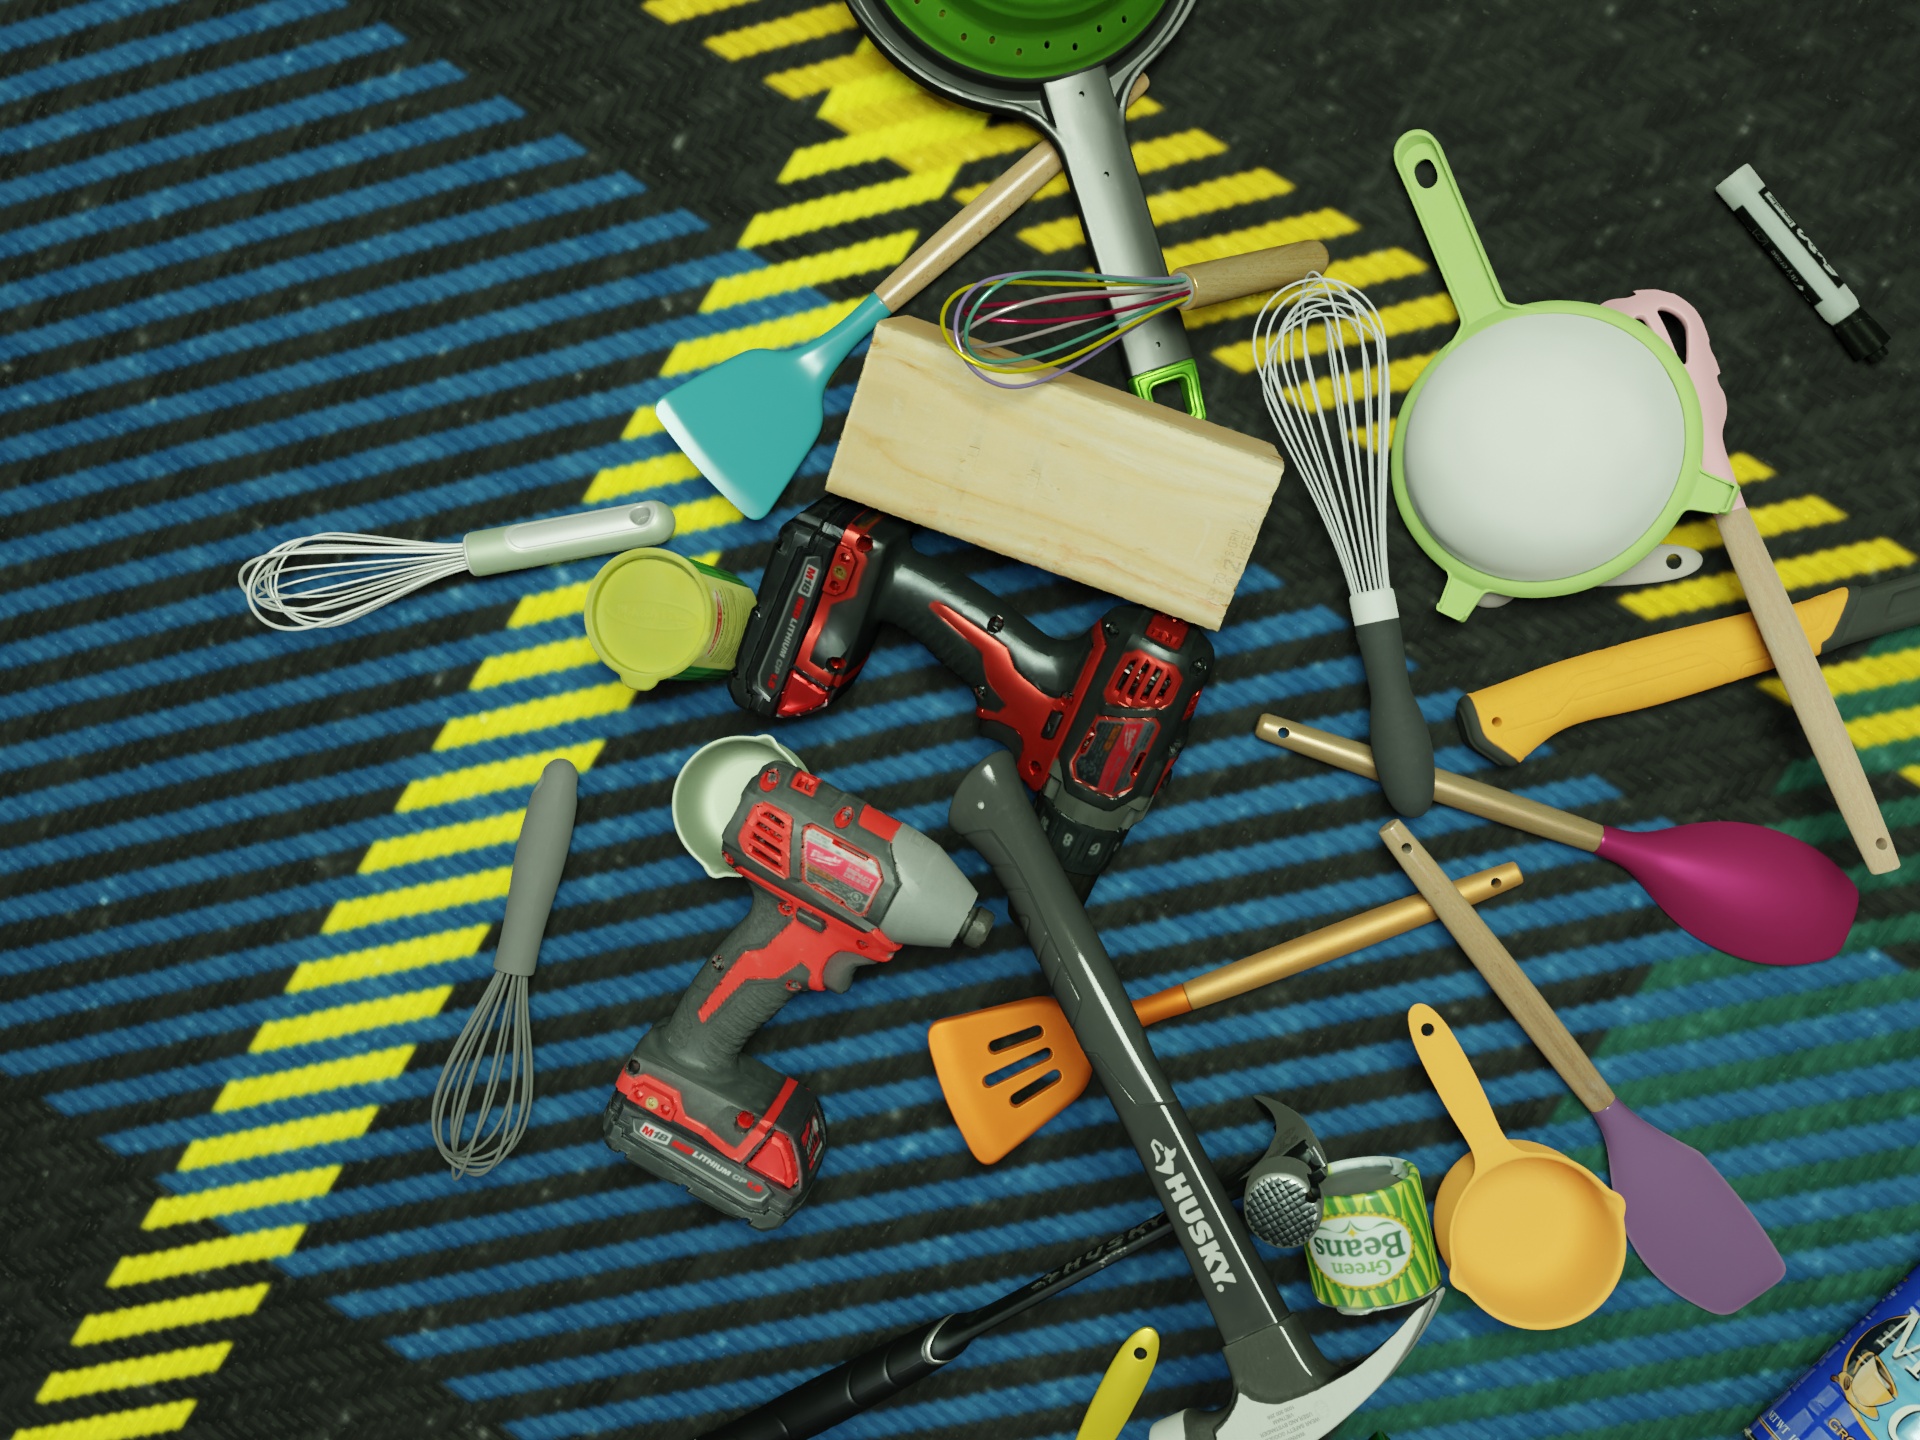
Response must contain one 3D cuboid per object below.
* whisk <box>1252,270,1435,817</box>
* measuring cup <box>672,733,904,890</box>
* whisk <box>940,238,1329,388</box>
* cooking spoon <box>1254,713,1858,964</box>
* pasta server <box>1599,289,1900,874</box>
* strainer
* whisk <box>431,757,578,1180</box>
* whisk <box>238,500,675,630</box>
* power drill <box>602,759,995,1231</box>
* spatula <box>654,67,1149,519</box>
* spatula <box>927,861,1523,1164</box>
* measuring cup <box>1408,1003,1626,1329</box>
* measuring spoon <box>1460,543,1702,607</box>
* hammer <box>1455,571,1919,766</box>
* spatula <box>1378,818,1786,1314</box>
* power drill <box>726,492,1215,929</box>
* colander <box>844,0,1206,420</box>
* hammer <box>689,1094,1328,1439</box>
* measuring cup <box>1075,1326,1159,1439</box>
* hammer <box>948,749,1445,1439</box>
[{"bbox_3d":[0.206,-0.090,0.817,0.070,0.070,0.284,-11,90,6],"label":"whisk"},{"bbox_3d":[-0.074,0.063,0.866,0.167,0.038,0.083,22,93,4],"label":"measuring cup"},{"bbox_3d":[0.091,-0.212,0.780,0.047,0.245,0.051,40,138,39],"label":"whisk"},{"bbox_3d":[0.308,0.054,0.831,0.319,0.017,0.069,19,92,6],"label":"cooking spoon"},{"bbox_3d":[0.389,-0.076,0.785,0.060,0.040,0.316,-20,79,9],"label":"pasta server"},{"bbox_3d":[0.264,-0.187,0.791,0.151,0.069,0.256,-24,79,27],"label":"strainer"},{"bbox_3d":[-0.248,0.137,0.882,0.055,0.055,0.239,13,88,6],"label":"whisk"},{"bbox_3d":[-0.279,-0.092,0.884,0.246,0.059,0.058,-10,62,2],"label":"whisk"},{"bbox_3d":[-0.084,0.143,0.825,0.143,0.078,0.219,27,104,2],"label":"power drill"},{"bbox_3d":[-0.020,-0.240,0.853,0.317,0.044,0.082,-41,102,4],"label":"spatula"},{"bbox_3d":[0.143,0.140,0.840,0.322,0.041,0.081,-22,88,5],"label":"spatula"},{"bbox_3d":[0.270,0.223,0.820,0.095,0.052,0.174,-26,85,1],"label":"measuring cup"},{"bbox_3d":[0.324,-0.080,0.828,0.124,0.018,0.034,-4,90,6],"label":"measuring spoon"},{"bbox_3d":[0.419,-0.052,0.810,0.337,0.034,0.127,-17,90,6],"label":"hammer"},{"bbox_3d":[0.315,0.179,0.823,0.060,0.018,0.316,-37,92,6],"label":"spatula"},{"bbox_3d":[-0.001,-0.003,0.827,0.227,0.080,0.187,25,115,5],"label":"power drill"},{"bbox_3d":[0.060,-0.338,0.793,0.204,0.094,0.397,-19,97,-4],"label":"colander"},{"bbox_3d":[0.010,0.310,0.830,0.409,0.149,0.036,-33,87,15],"label":"hammer"},{"bbox_3d":[0.069,0.399,0.856,0.062,0.029,0.156,26,95,5],"label":"measuring cup"},{"bbox_3d":[0.083,0.162,0.726,0.146,0.035,0.335,-35,69,22],"label":"hammer"}]
